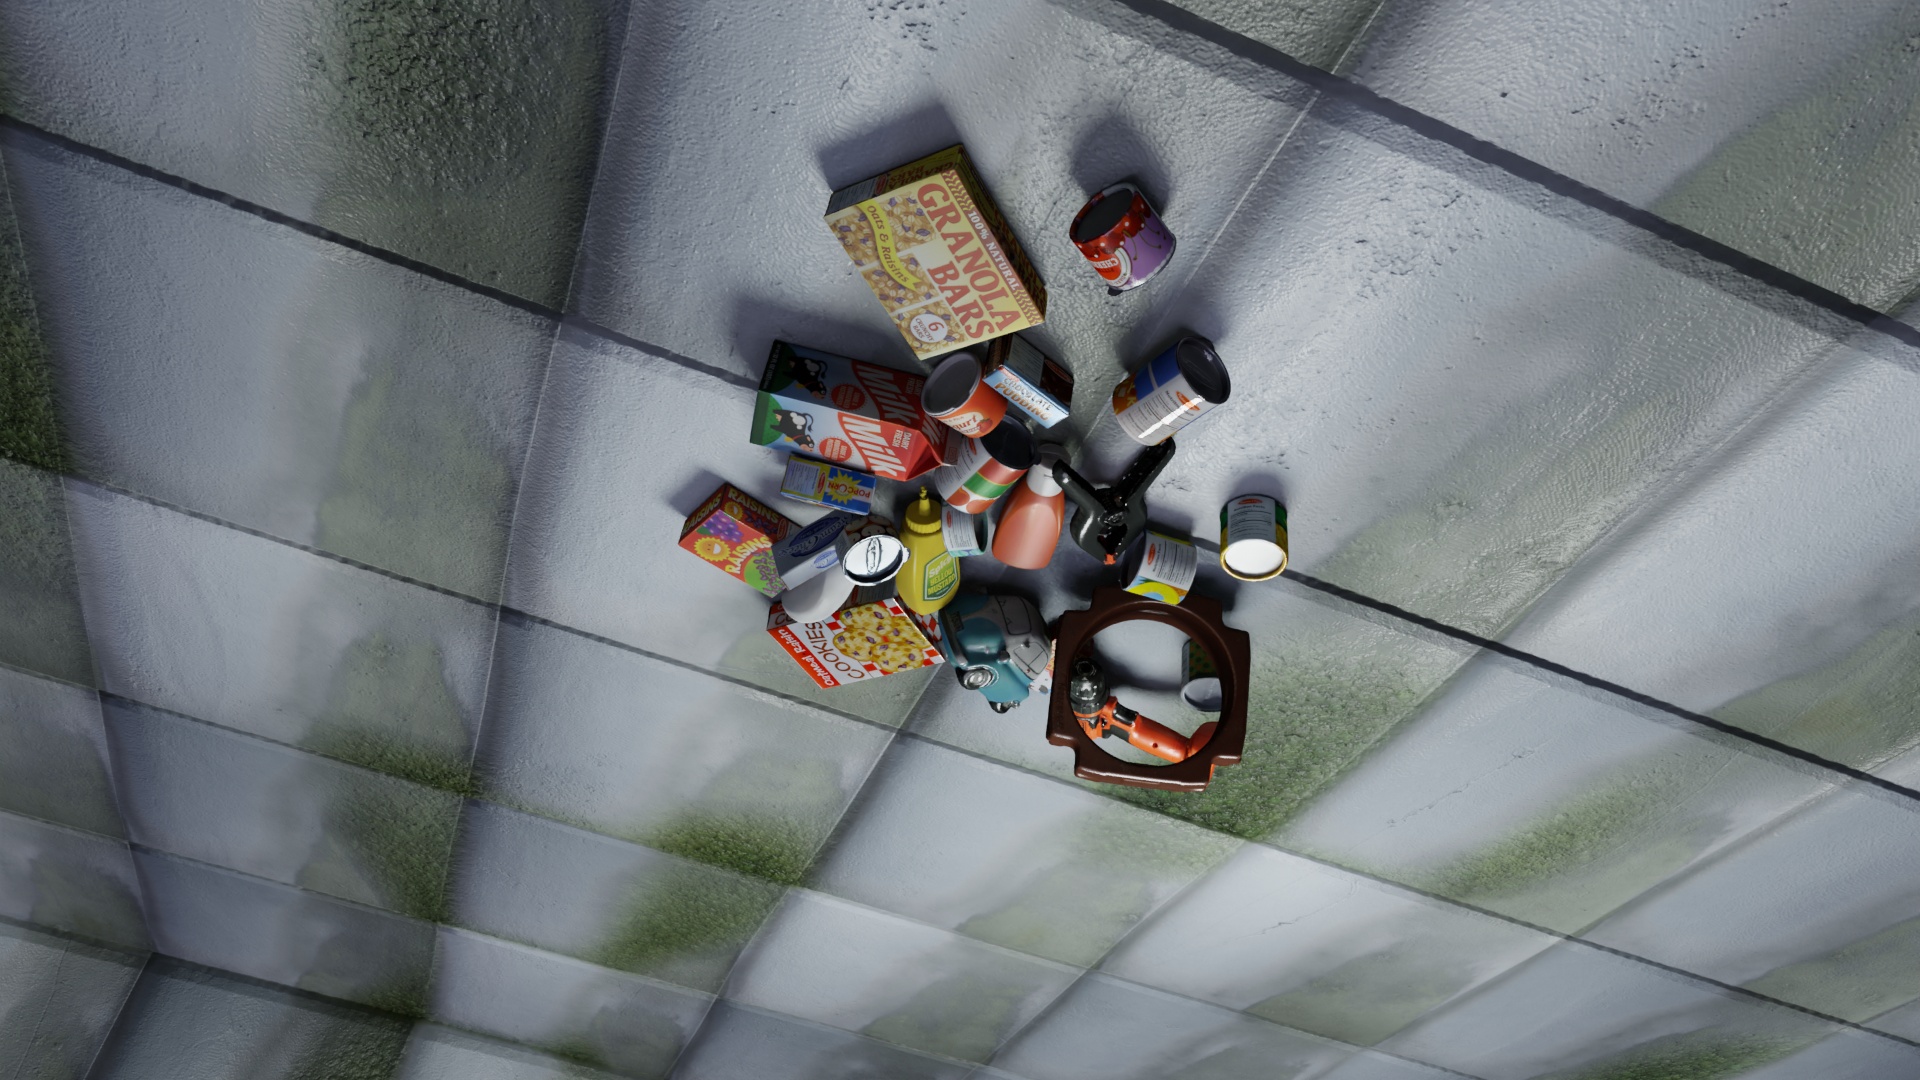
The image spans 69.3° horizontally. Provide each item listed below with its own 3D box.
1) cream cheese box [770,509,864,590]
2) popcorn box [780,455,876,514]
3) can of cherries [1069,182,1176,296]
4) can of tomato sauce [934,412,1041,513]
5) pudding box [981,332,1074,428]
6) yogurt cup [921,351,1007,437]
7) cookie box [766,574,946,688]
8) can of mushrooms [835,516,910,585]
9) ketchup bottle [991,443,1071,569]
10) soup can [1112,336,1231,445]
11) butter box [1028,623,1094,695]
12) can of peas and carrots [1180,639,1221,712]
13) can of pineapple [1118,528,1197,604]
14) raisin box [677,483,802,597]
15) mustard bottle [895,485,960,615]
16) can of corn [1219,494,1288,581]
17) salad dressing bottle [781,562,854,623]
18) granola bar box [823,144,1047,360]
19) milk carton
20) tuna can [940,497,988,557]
[{"bbox_3d":[-0.141,0.004,1.419,0.104,0.053,0.024,-29,133,2],"label":"cream cheese box"},{"bbox_3d":[-0.128,-0.052,1.341,0.085,0.038,0.126,14,179,-6],"label":"popcorn box"},{"bbox_3d":[0.127,-0.239,1.105,0.071,0.072,0.058,-23,130,31],"label":"can of cherries"},{"bbox_3d":[0.025,-0.073,1.320,0.071,0.071,0.082,27,137,-19],"label":"can of tomato sauce"},{"bbox_3d":[0.062,-0.144,1.243,0.083,0.050,0.030,33,135,-26],"label":"pudding box"},{"bbox_3d":[0.006,-0.130,1.261,0.072,0.073,0.054,-23,138,32],"label":"yogurt cup"},{"bbox_3d":[-0.116,0.104,1.571,0.167,0.040,0.122,-15,134,24],"label":"cookie box"},{"bbox_3d":[-0.088,0.010,1.386,0.071,0.033,0.070,-13,133,-14],"label":"can of mushrooms"},{"bbox_3d":[0.075,-0.033,1.374,0.065,0.044,0.148,12,139,-4],"label":"ketchup bottle"},{"bbox_3d":[0.185,-0.132,1.222,0.071,0.072,0.083,31,139,-24],"label":"soup can"},{"bbox_3d":[0.103,0.135,1.578,0.053,0.024,0.103,24,138,-17],"label":"butter box"},{"bbox_3d":[0.279,0.147,1.533,0.071,0.059,0.070,5,139,4],"label":"can of peas and carrots"},{"bbox_3d":[0.199,0.026,1.404,0.058,0.071,0.070,17,139,-9],"label":"can of pineapple"},{"bbox_3d":[-0.223,0.001,1.471,0.123,0.040,0.085,32,135,-26],"label":"raisin box"},{"bbox_3d":[-0.035,0.006,1.423,0.049,0.065,0.159,39,148,33],"label":"mustard bottle"},{"bbox_3d":[0.288,0.000,1.361,0.071,0.058,0.070,5,139,5],"label":"can of corn"},{"bbox_3d":[-0.130,0.034,1.478,0.044,0.064,0.147,18,136,-43],"label":"salad dressing bottle"},{"bbox_3d":[-0.018,-0.237,1.159,0.124,0.039,0.165,-14,134,25],"label":"granola bar box"},{"bbox_3d":[-0.092,-0.115,1.287,0.191,0.073,0.073,13,139,-5],"label":"milk carton"},{"bbox_3d":[0.005,-0.017,1.390,0.033,0.071,0.070,-5,137,15],"label":"tuna can"}]
